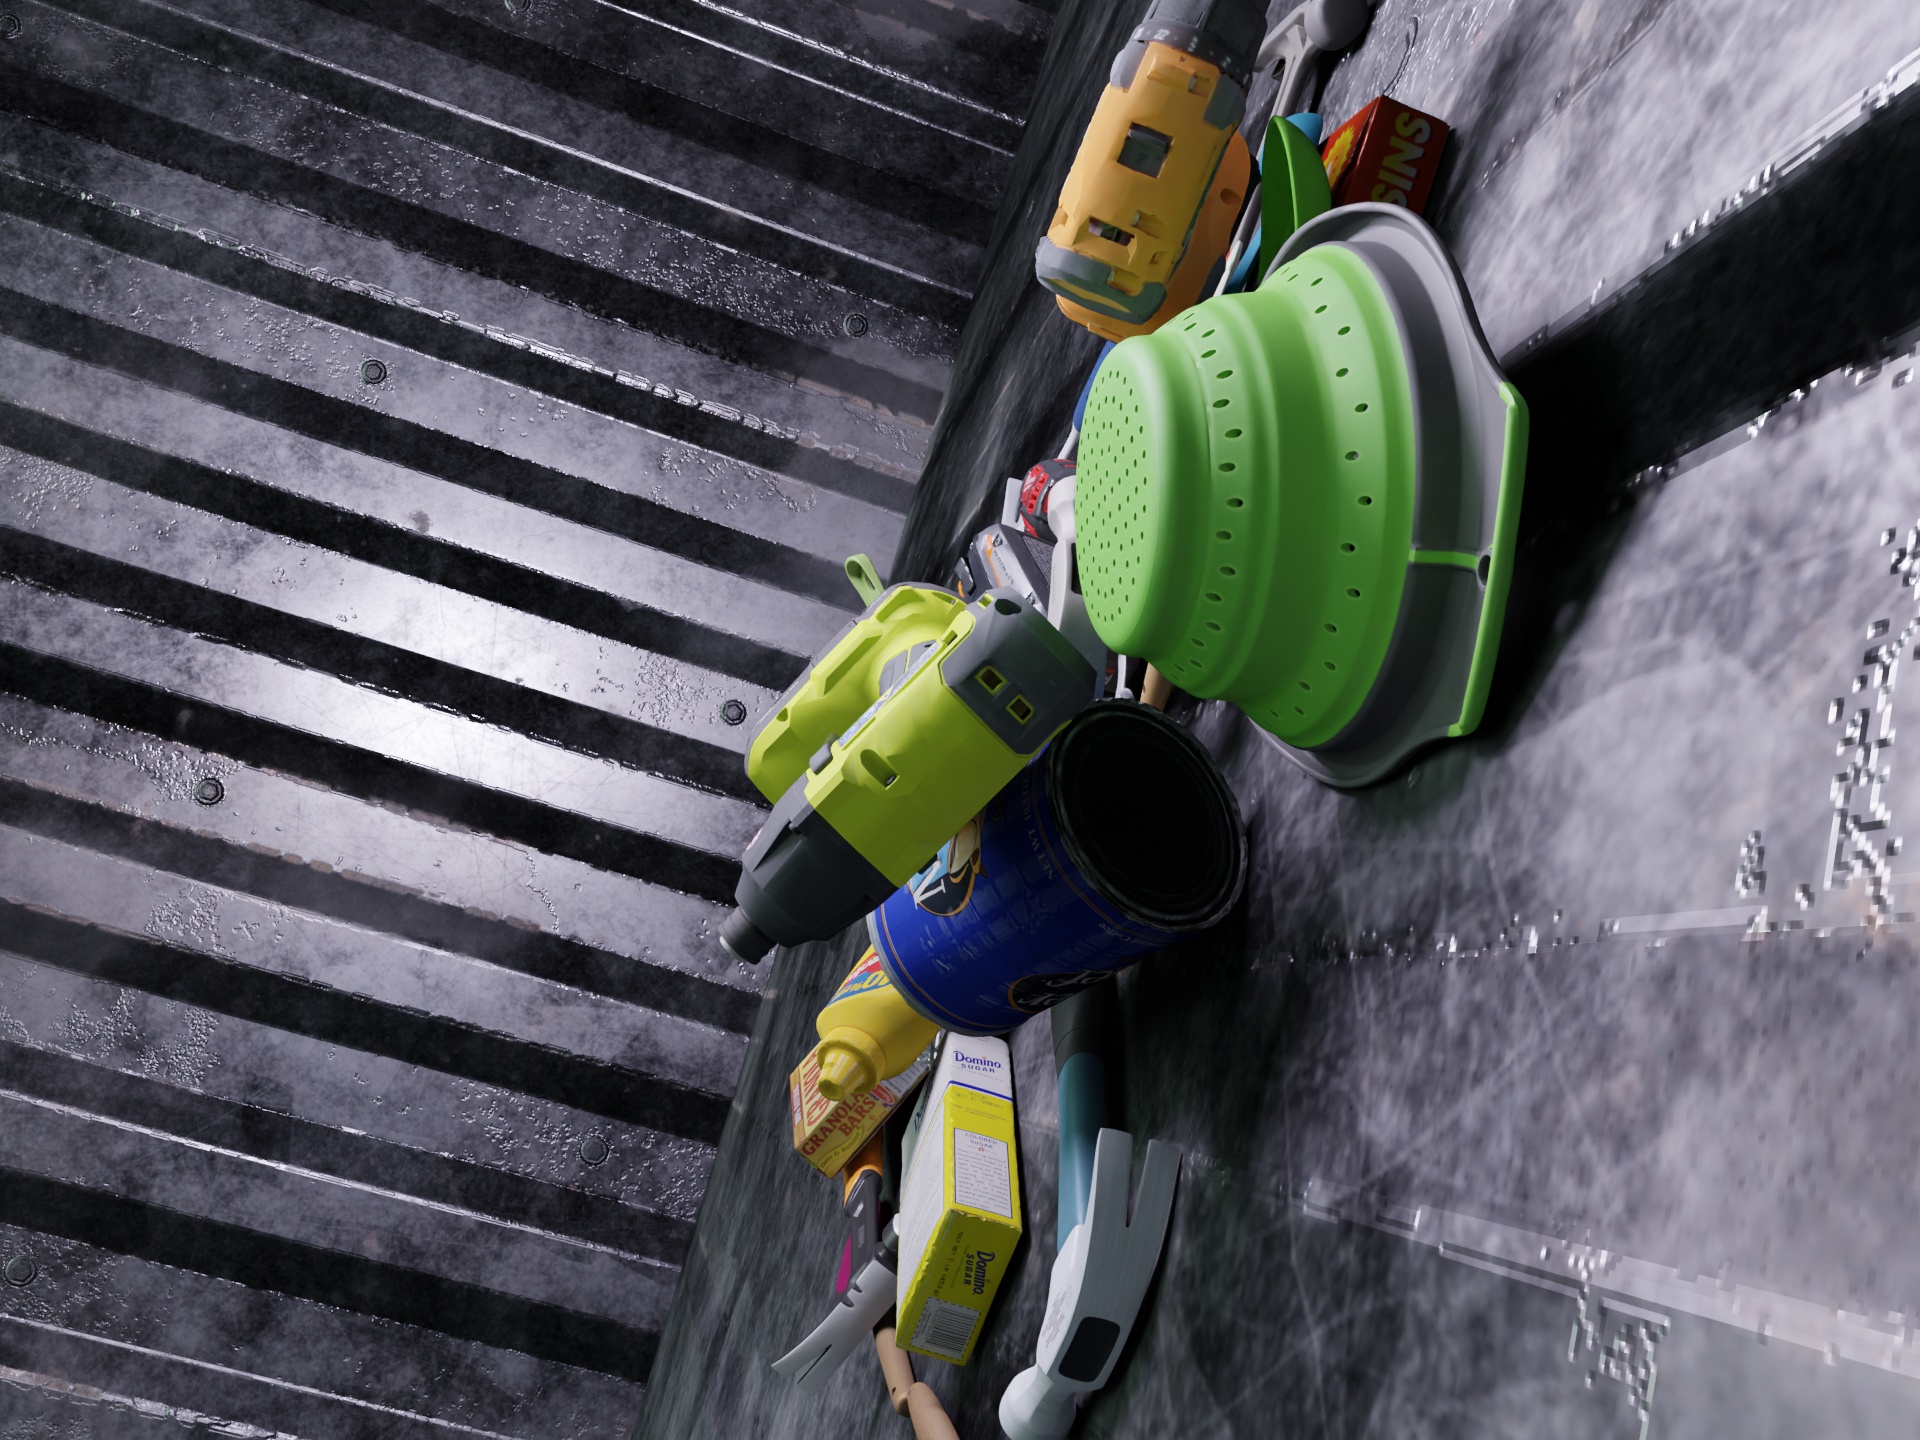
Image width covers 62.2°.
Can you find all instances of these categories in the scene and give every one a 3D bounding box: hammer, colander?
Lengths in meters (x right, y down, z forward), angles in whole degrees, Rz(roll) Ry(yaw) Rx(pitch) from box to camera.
[{"bbox_3d":[-0.073,0.334,1.135,0.127,0.034,0.337,-51,9,7],"label":"hammer"},{"bbox_3d":[0.082,-0.103,0.638,0.397,0.094,0.204,-119,31,-69],"label":"colander"},{"bbox_3d":[0.035,0.038,0.832,0.331,0.031,0.130,101,175,-49],"label":"hammer"},{"bbox_3d":[0.055,0.157,0.746,0.331,0.033,0.128,-85,15,-58],"label":"hammer"},{"bbox_3d":[0.096,-0.243,1.302,0.405,0.035,0.144,121,165,-57],"label":"hammer"},{"bbox_3d":[0.150,-0.246,0.956,0.149,0.036,0.359,-134,63,-81],"label":"hammer"}]

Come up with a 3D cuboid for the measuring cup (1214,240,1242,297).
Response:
[{"bbox_3d":[0.142,-0.183,0.881,0.083,0.038,0.167,173,116,-81],"label":"measuring cup"}]

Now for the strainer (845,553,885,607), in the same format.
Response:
[{"bbox_3d":[-0.042,-0.004,1.115,0.256,0.069,0.151,63,146,17],"label":"strainer"}]

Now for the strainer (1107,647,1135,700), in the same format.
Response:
[{"bbox_3d":[0.083,-0.034,0.797,0.086,0.050,0.259,114,158,-66],"label":"strainer"}]

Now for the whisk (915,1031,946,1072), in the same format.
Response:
[{"bbox_3d":[-0.014,0.178,1.118,0.246,0.059,0.057,-86,-12,-73],"label":"whisk"}]

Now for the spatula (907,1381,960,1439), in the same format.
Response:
[{"bbox_3d":[0.005,0.345,0.725,0.317,0.044,0.082,123,163,-77],"label":"spatula"}]

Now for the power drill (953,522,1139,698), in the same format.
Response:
[{"bbox_3d":[-0.002,-0.003,0.960,0.226,0.084,0.164,-55,37,26],"label":"power drill"}]

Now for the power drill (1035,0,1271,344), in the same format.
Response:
[{"bbox_3d":[0.102,-0.272,0.758,0.226,0.084,0.185,-34,-33,-81],"label":"power drill"}]

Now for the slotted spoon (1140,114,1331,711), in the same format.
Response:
[{"bbox_3d":[0.123,-0.125,0.748,0.070,0.031,0.313,-95,12,-49],"label":"slotted spoon"}]

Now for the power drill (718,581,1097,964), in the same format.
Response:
[{"bbox_3d":[-0.035,0.014,0.679,0.171,0.080,0.223,-45,10,2],"label":"power drill"}]

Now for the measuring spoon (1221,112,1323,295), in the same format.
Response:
[{"bbox_3d":[0.139,-0.239,0.781,0.042,0.021,0.128,-82,14,-52],"label":"measuring spoon"}]

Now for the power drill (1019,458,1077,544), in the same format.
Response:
[{"bbox_3d":[0.046,-0.091,1.193,0.143,0.078,0.219,-105,36,-75],"label":"power drill"}]

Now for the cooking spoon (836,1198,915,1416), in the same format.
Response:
[{"bbox_3d":[-0.053,0.380,1.038,0.069,0.017,0.319,-62,8,-4],"label":"cooking spoon"}]
